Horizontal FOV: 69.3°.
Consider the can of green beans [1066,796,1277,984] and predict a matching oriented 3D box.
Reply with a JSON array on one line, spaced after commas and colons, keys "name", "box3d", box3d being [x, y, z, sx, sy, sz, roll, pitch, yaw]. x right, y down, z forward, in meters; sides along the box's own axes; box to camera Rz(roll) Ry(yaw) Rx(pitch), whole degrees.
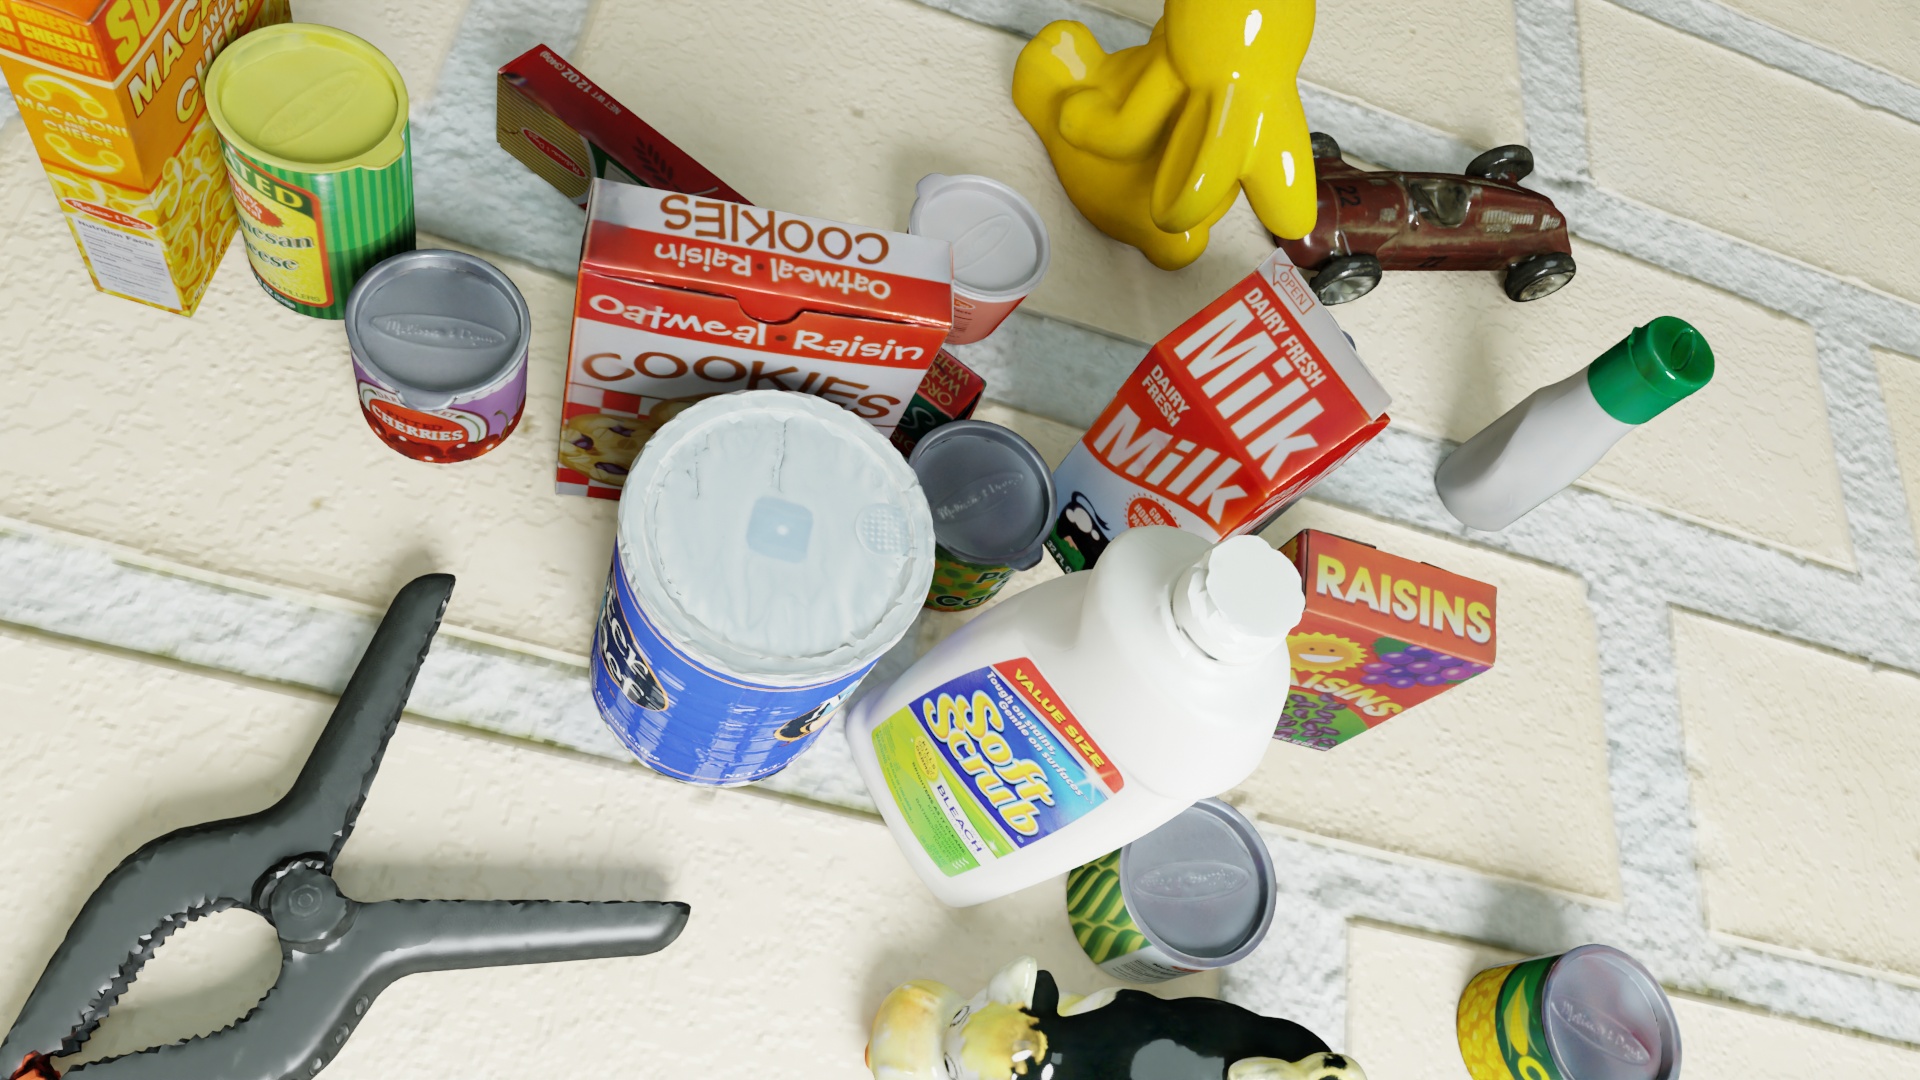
[{"name": "can of green beans", "box3d": [0.082, 0.139, 0.552, 0.071, 0.057, 0.071, 8, 64, -16]}]

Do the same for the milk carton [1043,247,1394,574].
[{"name": "milk carton", "box3d": [0.102, -0.038, 0.565, 0.074, 0.189, 0.072, -29, 78, -28]}]

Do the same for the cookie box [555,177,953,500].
[{"name": "cookie box", "box3d": [-0.084, -0.061, 0.524, 0.123, 0.166, 0.040, 6, 65, -17]}]

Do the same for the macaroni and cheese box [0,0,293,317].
[{"name": "macaroni and cheese box", "box3d": [-0.289, -0.179, 0.508, 0.040, 0.165, 0.124, 16, 62, -12]}]

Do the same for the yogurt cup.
[{"name": "yogurt cup", "box3d": [0.002, -0.128, 0.650, 0.072, 0.053, 0.072, 8, 64, -16]}]

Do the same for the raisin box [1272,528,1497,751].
[{"name": "raisin box", "box3d": [0.150, 0.045, 0.582, 0.086, 0.123, 0.040, 17, 62, -11]}]

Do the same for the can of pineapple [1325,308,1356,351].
[{"name": "can of pineapple", "box3d": [0.147, -0.083, 0.678, 0.071, 0.057, 0.071, 8, 64, -16]}]

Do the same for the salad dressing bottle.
[{"name": "salad dressing bottle", "box3d": [0.289, -0.053, 0.662, 0.044, 0.147, 0.064, 38, 60, 0]}]

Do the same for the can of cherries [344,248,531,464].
[{"name": "can of cherries", "box3d": [-0.206, -0.069, 0.548, 0.071, 0.058, 0.072, 8, 64, -16]}]

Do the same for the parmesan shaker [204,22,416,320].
[{"name": "parmesan shaker", "box3d": [-0.246, -0.137, 0.540, 0.071, 0.102, 0.071, 8, 64, -16]}]

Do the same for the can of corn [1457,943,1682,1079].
[{"name": "can of corn", "box3d": [0.251, 0.209, 0.579, 0.071, 0.058, 0.071, 8, 64, -16]}]

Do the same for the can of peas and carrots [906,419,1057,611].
[{"name": "can of peas and carrots", "box3d": [0.002, -0.007, 0.592, 0.071, 0.058, 0.071, 8, 64, -16]}]

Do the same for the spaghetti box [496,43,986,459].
[{"name": "spaghetti box", "box3d": [-0.098, -0.123, 0.615, 0.250, 0.050, 0.029, 37, 60, 0]}]
